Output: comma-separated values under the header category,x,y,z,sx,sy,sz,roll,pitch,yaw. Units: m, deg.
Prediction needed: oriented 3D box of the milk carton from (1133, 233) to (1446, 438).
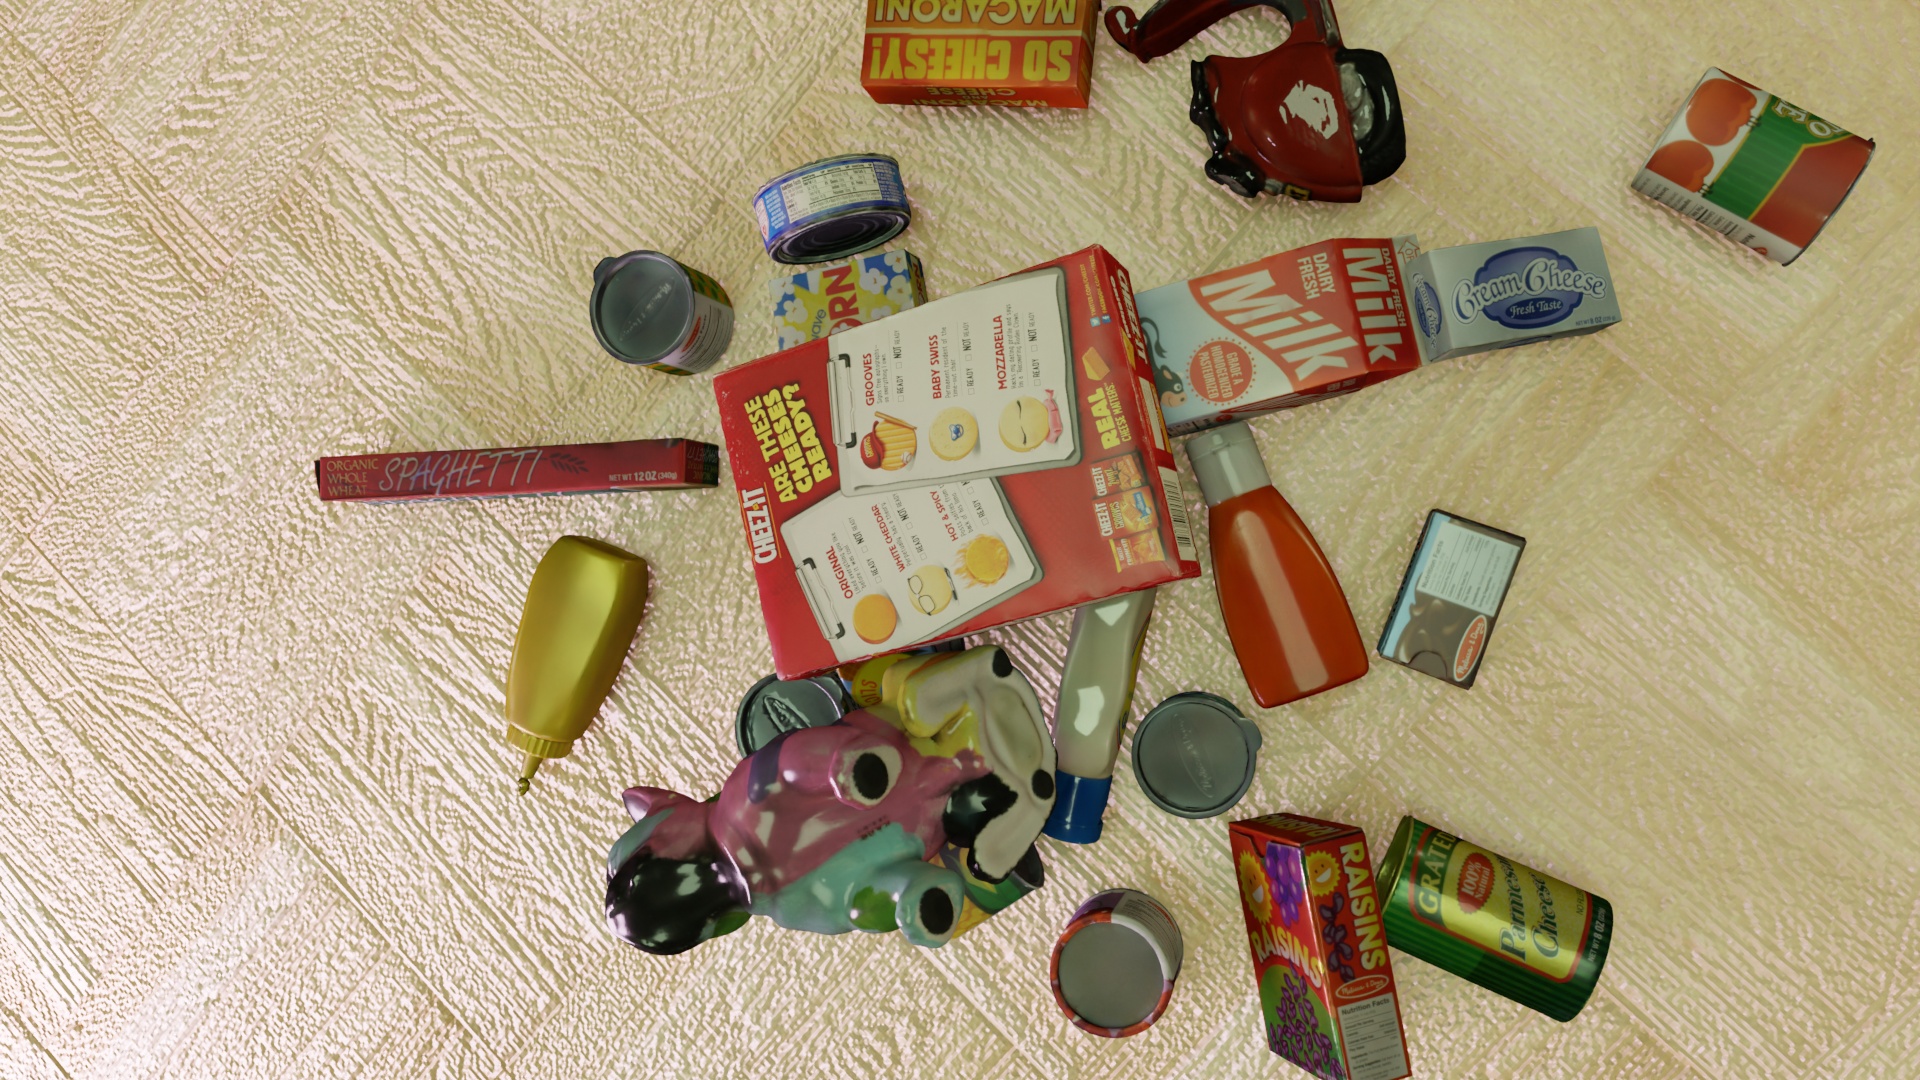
category,x,y,z,sx,sy,sz,roll,pitch,yaw
milk carton,0.151,-0.103,0.731,0.190,0.073,0.072,-13,86,13

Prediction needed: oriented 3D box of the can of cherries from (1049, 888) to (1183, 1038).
category,x,y,z,sx,sy,sz,roll,pitch,yaw
can of cherries,0.083,0.229,0.750,0.071,0.058,0.071,0,89,13

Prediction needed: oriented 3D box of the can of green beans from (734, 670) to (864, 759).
category,x,y,z,sx,sy,sz,roll,pitch,yaw
can of green beans,-0.087,0.105,0.794,0.071,0.058,0.071,0,89,14

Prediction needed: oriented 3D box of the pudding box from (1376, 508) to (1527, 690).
category,x,y,z,sx,sy,sz,roll,pitch,yaw
pudding box,0.255,0.030,0.726,0.050,0.030,0.083,20,94,12

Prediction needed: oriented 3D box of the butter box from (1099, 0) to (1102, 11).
category,x,y,z,sx,sy,sz,roll,pitch,yaw
butter box,0.027,-0.321,0.790,0.103,0.024,0.053,-5,87,14

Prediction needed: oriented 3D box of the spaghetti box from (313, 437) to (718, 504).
category,x,y,z,sx,sy,sz,roll,pitch,yaw
spaghetti box,-0.271,-0.041,0.846,0.250,0.050,0.028,-2,88,14

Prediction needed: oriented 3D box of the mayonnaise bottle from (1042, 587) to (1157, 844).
category,x,y,z,sx,sy,sz,roll,pitch,yaw
mayonnaise bottle,0.073,0.089,0.755,0.041,0.065,0.148,12,96,11

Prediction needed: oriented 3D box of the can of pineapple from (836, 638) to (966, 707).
category,x,y,z,sx,sy,sz,roll,pitch,yaw
can of pineapple,-0.035,0.057,0.777,0.058,0.071,0.071,-18,85,14

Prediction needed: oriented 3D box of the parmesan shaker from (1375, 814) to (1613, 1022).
category,x,y,z,sx,sy,sz,roll,pitch,yaw
parmesan shaker,0.266,0.189,0.704,0.103,0.071,0.071,22,95,13

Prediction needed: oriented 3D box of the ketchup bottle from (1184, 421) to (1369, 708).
category,x,y,z,sx,sy,sz,roll,pitch,yaw
ketchup bottle,0.163,0.011,0.742,0.064,0.043,0.149,-21,84,12

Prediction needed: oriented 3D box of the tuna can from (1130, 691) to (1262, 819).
category,x,y,z,sx,sy,sz,roll,pitch,yaw
tuna can,0.130,0.114,0.754,0.071,0.033,0.071,0,89,14

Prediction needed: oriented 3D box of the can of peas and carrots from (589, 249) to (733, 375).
category,x,y,z,sx,sy,sz,roll,pitch,yaw
can of peas and carrots,-0.177,-0.134,0.820,0.071,0.059,0.071,0,89,14

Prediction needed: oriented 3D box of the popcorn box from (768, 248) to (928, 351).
category,x,y,z,sx,sy,sz,roll,pitch,yaw
popcorn box,-0.056,-0.096,0.800,0.085,0.038,0.126,-10,87,14

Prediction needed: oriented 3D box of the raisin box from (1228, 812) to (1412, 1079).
category,x,y,z,sx,sy,sz,roll,pitch,yaw
raisin box,0.181,0.207,0.711,0.040,0.086,0.123,-9,87,-14

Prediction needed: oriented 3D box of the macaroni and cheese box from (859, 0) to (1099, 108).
category,x,y,z,sx,sy,sz,roll,pitch,yaw
macaroni and cheese box,0.016,-0.323,0.759,0.124,0.040,0.166,5,89,14

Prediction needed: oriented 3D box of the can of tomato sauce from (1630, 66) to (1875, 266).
category,x,y,z,sx,sy,sz,roll,pitch,yaw
can of tomato sauce,0.386,-0.185,0.679,0.083,0.071,0.071,33,97,13

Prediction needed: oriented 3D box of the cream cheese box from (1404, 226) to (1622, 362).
category,x,y,z,sx,sy,sz,roll,pitch,yaw
cream cheese box,0.279,-0.125,0.703,0.104,0.024,0.053,-11,84,-16

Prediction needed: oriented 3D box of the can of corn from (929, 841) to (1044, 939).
category,x,y,z,sx,sy,sz,roll,pitch,yaw
can of corn,0.003,0.175,0.766,0.058,0.071,0.071,-35,82,12

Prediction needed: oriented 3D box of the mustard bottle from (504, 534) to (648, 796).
category,x,y,z,sx,sy,sz,roll,pitch,yaw
mustard bottle,-0.240,0.078,0.837,0.065,0.049,0.160,22,95,13
